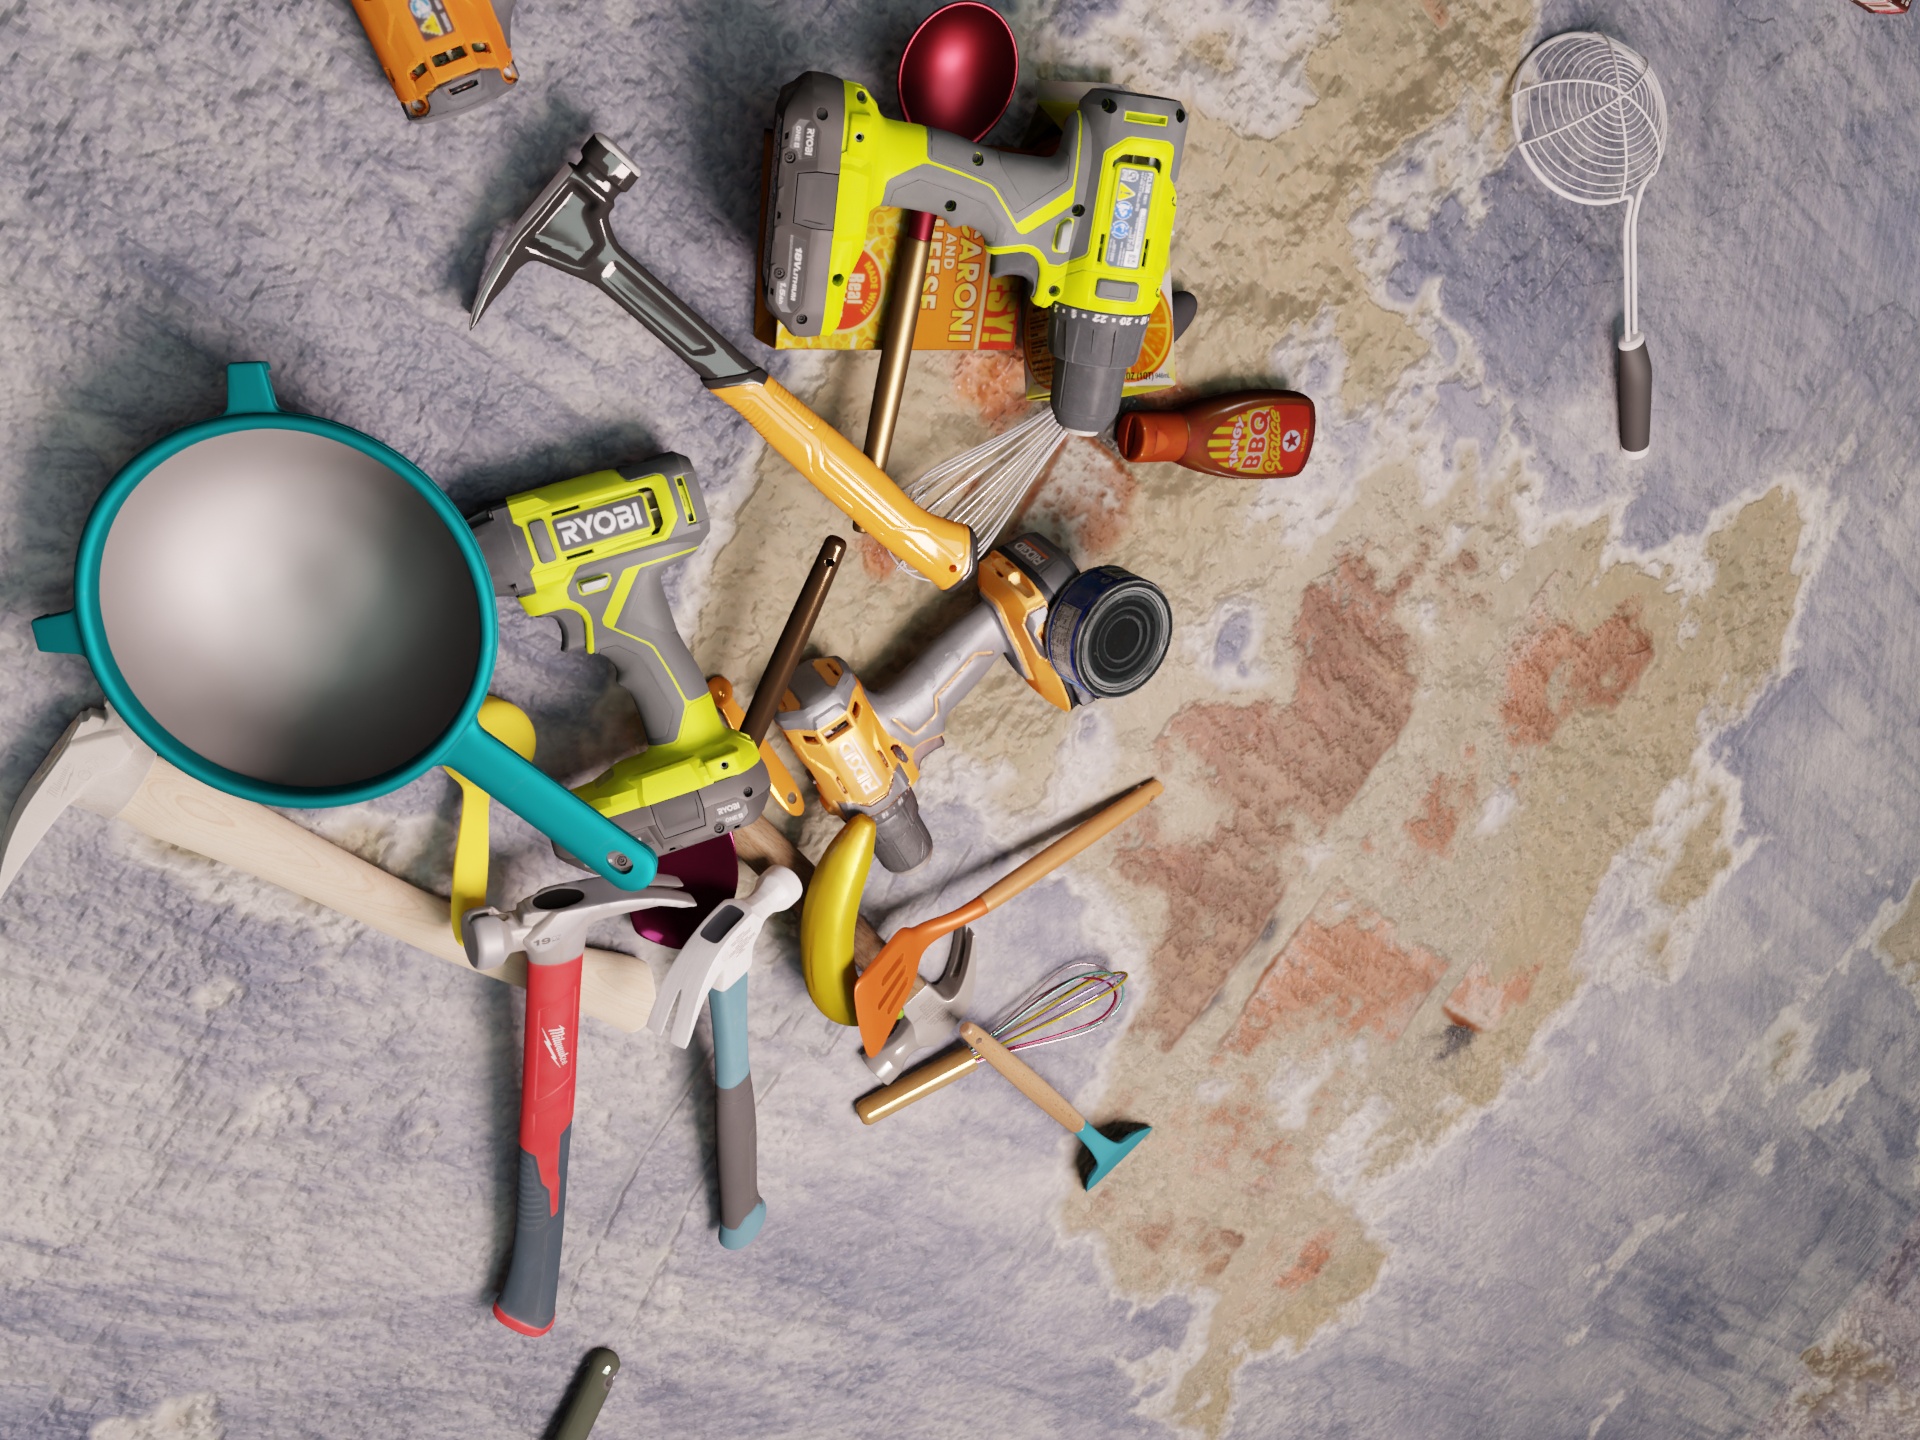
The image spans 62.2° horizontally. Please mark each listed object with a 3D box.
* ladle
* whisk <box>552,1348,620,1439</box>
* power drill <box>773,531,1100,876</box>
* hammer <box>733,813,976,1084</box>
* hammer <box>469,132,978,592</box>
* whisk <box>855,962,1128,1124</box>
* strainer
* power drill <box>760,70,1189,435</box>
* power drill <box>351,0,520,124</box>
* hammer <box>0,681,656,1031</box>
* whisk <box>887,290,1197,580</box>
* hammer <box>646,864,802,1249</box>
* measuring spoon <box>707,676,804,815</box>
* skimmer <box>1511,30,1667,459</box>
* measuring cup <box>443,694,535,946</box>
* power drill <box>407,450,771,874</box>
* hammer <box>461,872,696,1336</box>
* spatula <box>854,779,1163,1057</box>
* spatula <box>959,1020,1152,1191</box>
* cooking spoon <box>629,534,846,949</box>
[{"bbox_3d":[-0.028,-0.261,0.950,0.069,0.031,0.315,7,113,-17],"label":"ladle"},{"bbox_3d":[-0.322,0.594,1.232,0.246,0.059,0.057,-64,162,6],"label":"whisk"},{"bbox_3d":[-0.002,-0.004,1.109,0.226,0.084,0.185,-33,127,-8],"label":"power drill"},{"bbox_3d":[-0.096,0.134,1.147,0.130,0.031,0.331,-43,126,-5],"label":"hammer"},{"bbox_3d":[-0.120,-0.179,0.936,0.336,0.034,0.127,38,102,-27],"label":"hammer"},{"bbox_3d":[0.028,0.260,1.276,0.245,0.047,0.051,-26,124,-12],"label":"whisk"},{"bbox_3d":[-0.301,-0.027,0.874,0.340,0.095,0.211,40,101,-16],"label":"strainer"},{"bbox_3d":[0.006,-0.264,0.898,0.228,0.080,0.190,3,115,-12],"label":"power drill"},{"bbox_3d":[-0.207,-0.418,0.793,0.226,0.084,0.164,-28,123,-11],"label":"power drill"},{"bbox_3d":[-0.363,0.119,0.984,0.410,0.038,0.146,35,95,-37],"label":"hammer"},{"bbox_3d":[0.059,-0.196,1.067,0.284,0.070,0.070,-44,127,-10],"label":"whisk"},{"bbox_3d":[-0.160,0.260,1.130,0.128,0.033,0.330,-41,144,-43],"label":"hammer"},{"bbox_3d":[-0.134,0.019,1.067,0.021,0.011,0.116,-48,119,-34],"label":"measuring spoon"},{"bbox_3d":[0.506,-0.360,1.261,0.127,0.090,0.362,-39,136,-12],"label":"skimmer"},{"bbox_3d":[-0.292,0.063,0.974,0.062,0.029,0.156,4,92,-41],"label":"measuring cup"},{"bbox_3d":[-0.214,-0.031,0.948,0.171,0.080,0.223,-18,103,-12],"label":"power drill"},{"bbox_3d":[-0.266,0.271,1.079,0.143,0.038,0.386,-10,125,-32],"label":"hammer"},{"bbox_3d":[0.040,0.130,1.187,0.322,0.041,0.081,-31,135,-27],"label":"spatula"},{"bbox_3d":[0.077,0.315,1.306,0.082,0.044,0.317,-43,132,-2],"label":"spatula"},{"bbox_3d":[-0.140,0.021,1.025,0.068,0.017,0.318,22,113,-11],"label":"cooking spoon"}]
